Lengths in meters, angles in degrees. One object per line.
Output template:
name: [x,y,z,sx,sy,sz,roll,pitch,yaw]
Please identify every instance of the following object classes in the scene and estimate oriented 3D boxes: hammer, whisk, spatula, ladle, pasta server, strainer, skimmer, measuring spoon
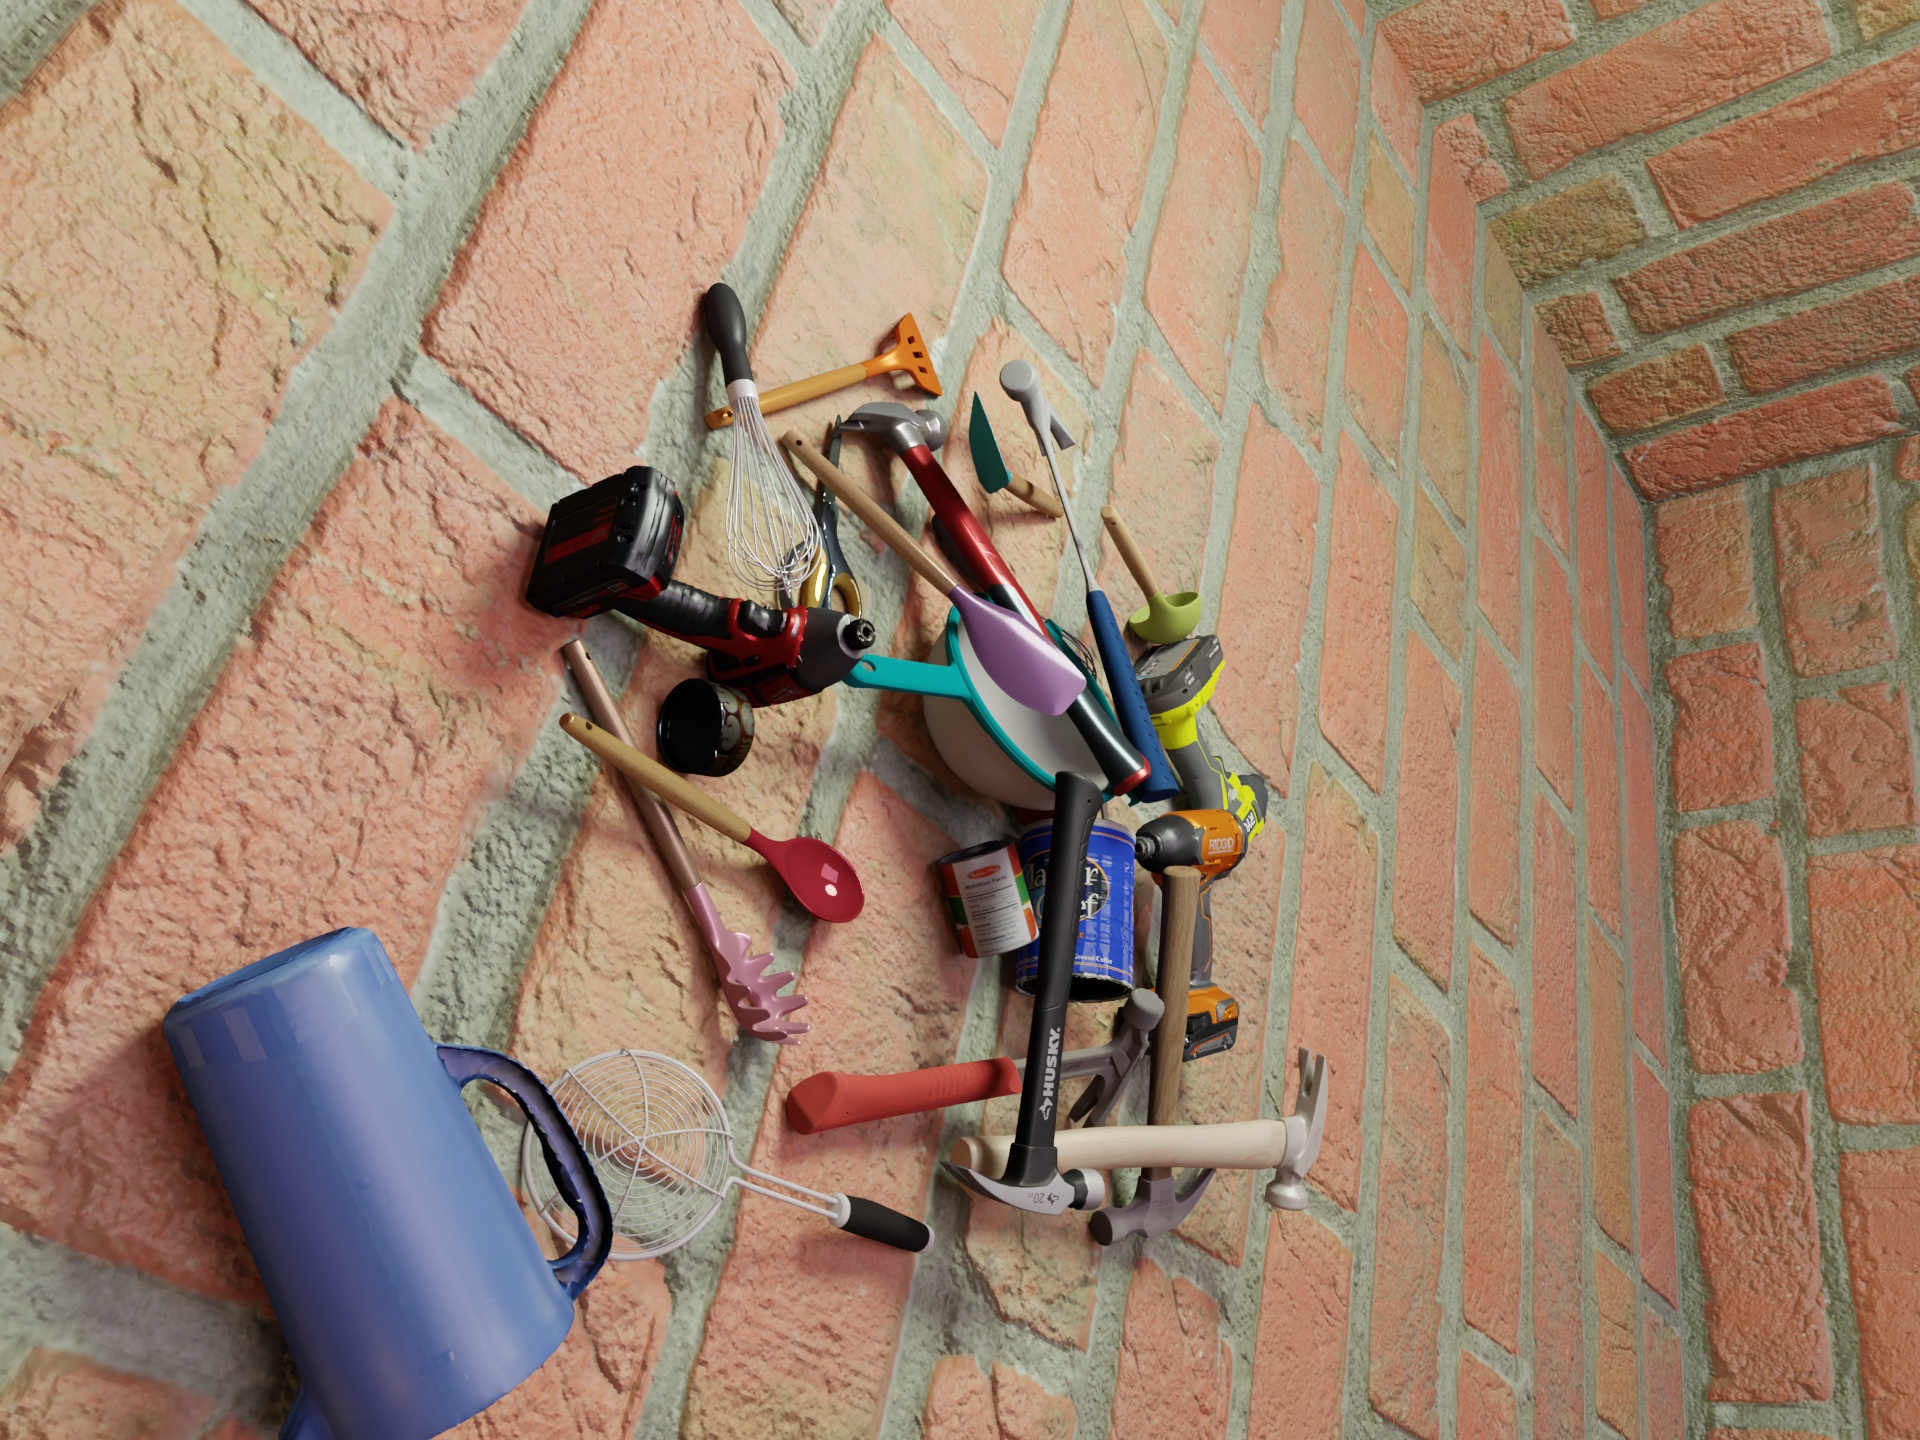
hammer: [0.164,0.354,1.353,0.410,0.038,0.146,9,91,-37]
whisk: [-0.157,-0.216,1.184,0.070,0.070,0.285,17,50,-49]
hammer: [0.183,0.292,1.398,0.130,0.031,0.331,-2,99,-37]
spatula: [-0.027,-0.120,1.276,0.316,0.018,0.060,44,71,0]
ladle: [0.175,-0.146,1.535,0.320,0.078,0.062,43,29,-65]
hammer: [0.119,-0.120,1.416,0.144,0.035,0.406,38,34,-68]
hammer: [0.032,-0.103,1.324,0.386,0.038,0.143,57,28,10]
spatula: [-0.106,-0.284,1.336,0.322,0.041,0.081,-33,104,-48]
pasta server: [-0.188,0.086,1.085,0.316,0.040,0.060,66,17,-11]
strainer: [-0.002,-0.004,1.303,0.340,0.095,0.211,8,51,-50]
skimmer: [-0.140,0.320,1.077,0.362,0.090,0.127,42,45,-51]
hammer: [0.067,0.205,1.220,0.146,0.035,0.335,14,79,-39]
measuring spoon: [0.142,0.079,1.499,0.034,0.018,0.124,-70,156,-45]
spatula: [0.057,-0.217,1.434,0.082,0.044,0.317,70,17,9]
whisk: [0.050,-0.103,1.459,0.238,0.055,0.055,48,44,-26]
hammer: [0.012,0.290,1.249,0.359,0.149,0.037,2,32,-43]
ladle: [-0.165,0.068,1.096,0.315,0.031,0.069,41,30,-48]

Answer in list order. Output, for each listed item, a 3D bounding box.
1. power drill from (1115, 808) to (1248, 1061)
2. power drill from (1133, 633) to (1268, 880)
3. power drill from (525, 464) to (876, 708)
power drill: [0.202,0.197,1.487,0.164,0.084,0.226,3,91,-53]
power drill: [0.254,0.031,1.660,0.171,0.080,0.223,-44,117,-50]
power drill: [-0.168,-0.079,1.082,0.219,0.143,0.079,31,57,-41]
